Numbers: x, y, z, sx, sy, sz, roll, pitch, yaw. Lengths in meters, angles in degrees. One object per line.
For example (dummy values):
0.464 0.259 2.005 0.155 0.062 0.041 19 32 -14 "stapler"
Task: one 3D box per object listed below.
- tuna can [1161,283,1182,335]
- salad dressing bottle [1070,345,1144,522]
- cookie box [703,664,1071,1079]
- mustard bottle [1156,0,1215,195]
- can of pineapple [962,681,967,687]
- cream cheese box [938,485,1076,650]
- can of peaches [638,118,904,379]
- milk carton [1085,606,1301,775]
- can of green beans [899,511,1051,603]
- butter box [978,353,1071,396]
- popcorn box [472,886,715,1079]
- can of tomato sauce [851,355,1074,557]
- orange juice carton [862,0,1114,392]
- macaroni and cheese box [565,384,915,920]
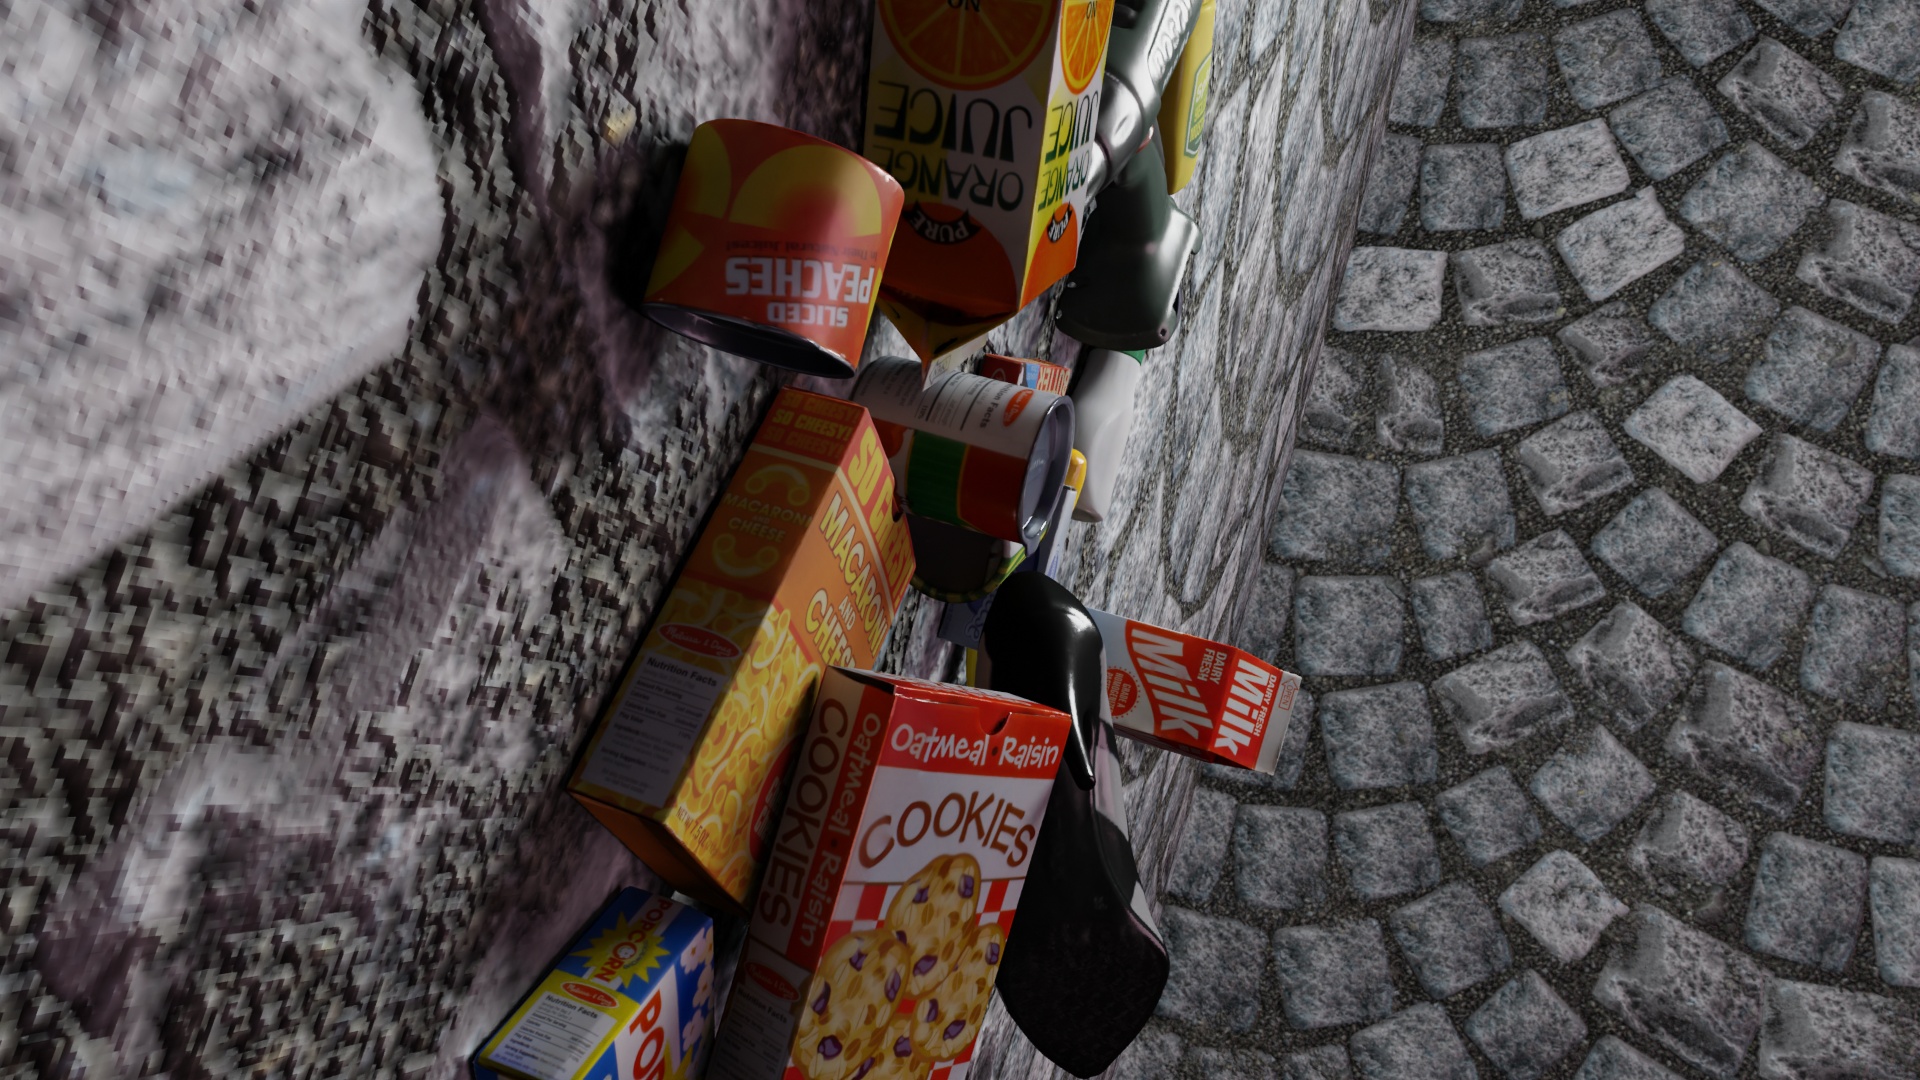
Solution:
0.108 -0.157 0.885 0.071 0.033 0.071 -1 91 -45 "tuna can"
0.093 -0.087 0.926 0.064 0.044 0.148 42 63 -66 "salad dressing bottle"
-0.023 0.139 0.550 0.123 0.040 0.167 18 89 -53 "cookie box"
0.127 -0.292 0.841 0.066 0.049 0.159 -59 157 -46 "mustard bottle"
0.034 0.114 0.870 0.057 0.071 0.071 69 39 -64 "can of pineapple"
0.027 0.014 0.784 0.024 0.053 0.103 8 97 -73 "cream cheese box"
-0.054 -0.085 0.412 0.071 0.071 0.058 28 77 -73 "can of peaches"
0.127 0.098 0.940 0.073 0.191 0.072 52 55 -70 "milk carton"
0.004 -0.010 0.669 0.058 0.071 0.071 -41 143 -60 "can of green beans"
0.033 -0.075 0.775 0.104 0.024 0.053 -16 121 -70 "butter box"
-0.124 0.198 0.491 0.085 0.038 0.126 -50 151 -54 "popcorn box"
-0.001 -0.038 0.599 0.071 0.083 0.071 14 91 -73 "can of tomato sauce"
0.009 -0.157 0.543 0.072 0.073 0.191 -47 148 -58 "orange juice carton"
-0.071 0.045 0.523 0.123 0.040 0.167 76 33 -59 "macaroni and cheese box"
